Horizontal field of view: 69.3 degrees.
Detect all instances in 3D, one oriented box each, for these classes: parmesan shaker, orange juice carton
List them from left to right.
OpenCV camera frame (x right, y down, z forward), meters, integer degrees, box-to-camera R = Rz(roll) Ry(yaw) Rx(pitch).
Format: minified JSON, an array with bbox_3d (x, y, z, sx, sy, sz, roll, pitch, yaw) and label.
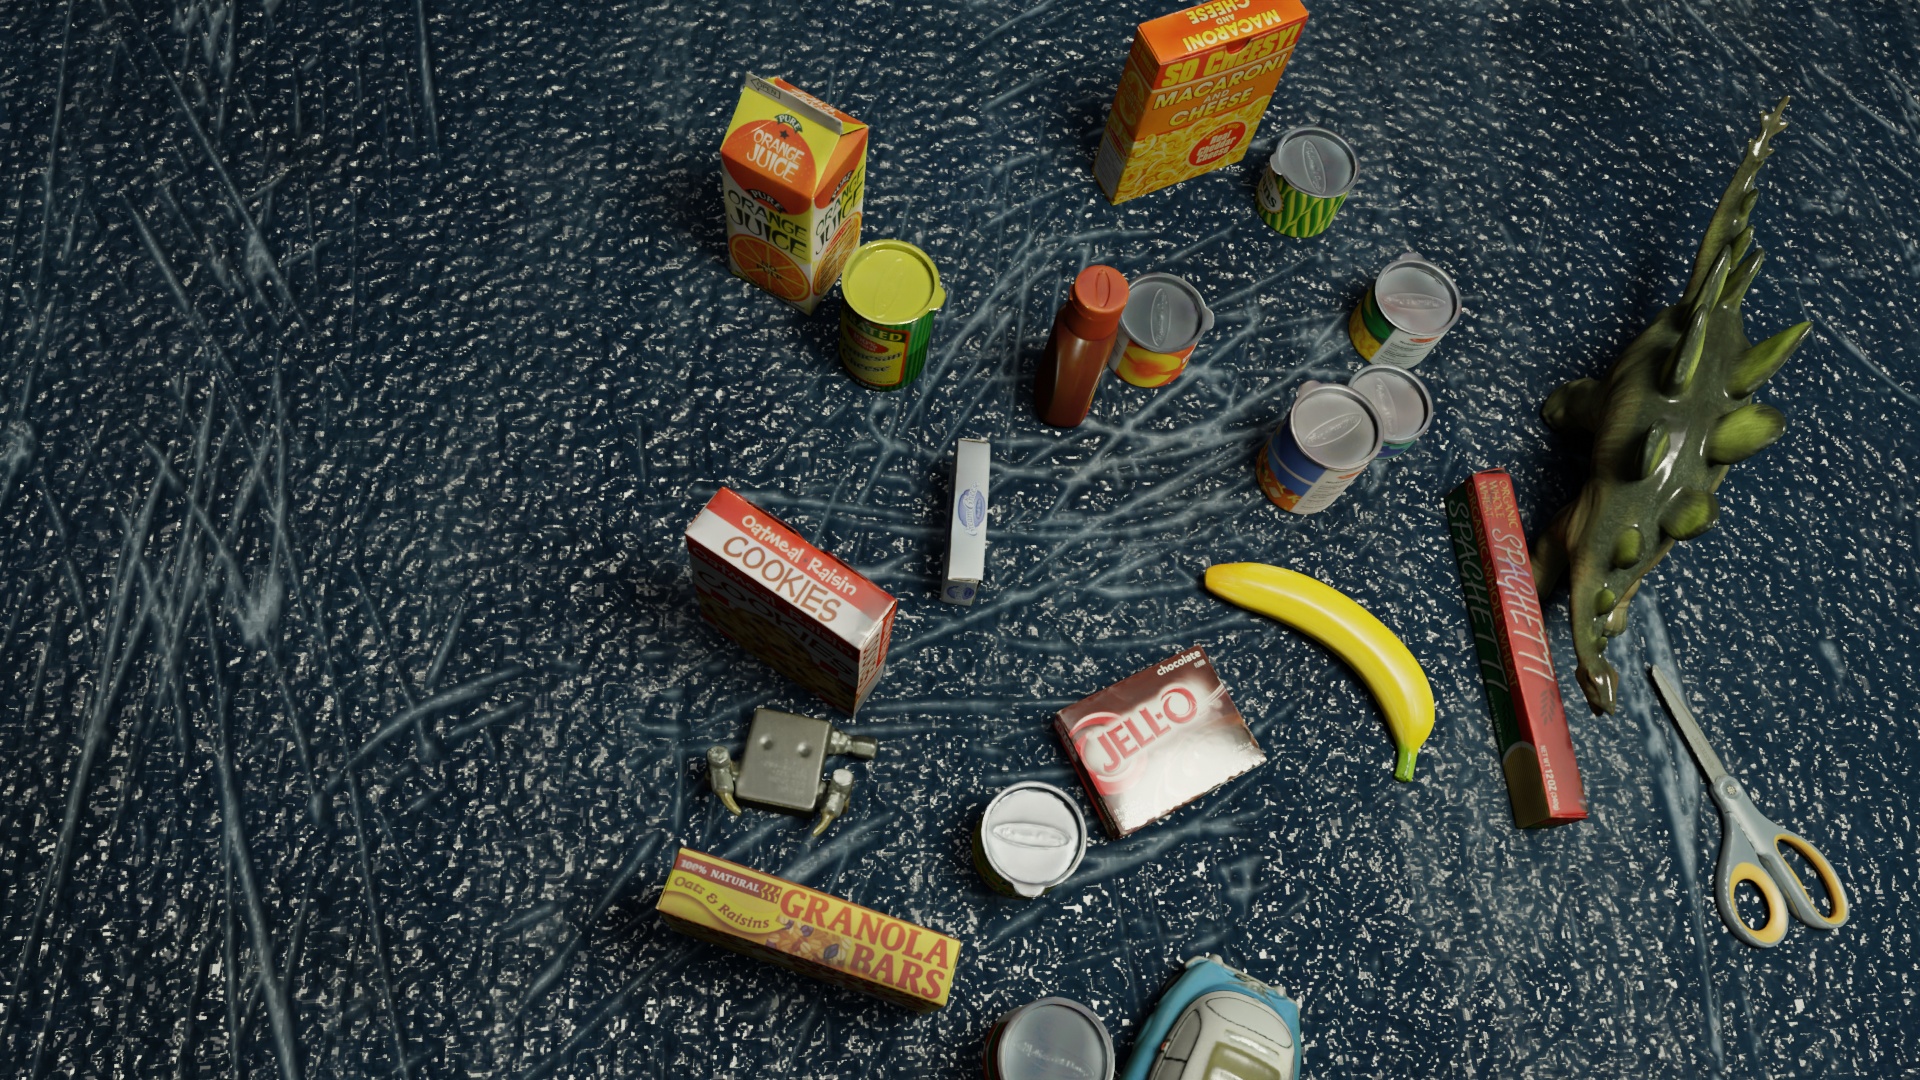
[{"bbox_3d":[-0.114,-0.244,0.956,0.072,0.192,0.073,29,69,5],"label":"orange juice carton"},{"bbox_3d":[-0.050,-0.154,0.976,0.071,0.102,0.071,2,69,-6],"label":"parmesan shaker"}]

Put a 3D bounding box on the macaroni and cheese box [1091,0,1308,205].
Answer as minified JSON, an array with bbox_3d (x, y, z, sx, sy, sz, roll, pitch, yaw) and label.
[{"bbox_3d":[0.175,-0.330,1.038,0.124,0.165,0.040,-23,73,-14],"label":"macaroni and cheese box"}]

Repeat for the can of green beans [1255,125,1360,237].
[{"bbox_3d":[0.270,-0.280,1.088,0.071,0.057,0.071,2,69,-6],"label":"can of green beans"}]

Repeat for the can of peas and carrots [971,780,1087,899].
[{"bbox_3d":[0.042,0.192,0.874,0.071,0.058,0.071,2,69,-6],"label":"can of peas and carrots"}]

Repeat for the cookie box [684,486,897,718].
[{"bbox_3d":[-0.104,0.042,0.858,0.123,0.166,0.040,33,69,6],"label":"cookie box"}]

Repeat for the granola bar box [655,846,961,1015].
[{"bbox_3d":[-0.087,0.229,0.809,0.166,0.123,0.039,18,68,1],"label":"granola bar box"}]

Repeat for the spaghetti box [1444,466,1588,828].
[{"bbox_3d":[0.383,0.072,0.966,0.029,0.050,0.251,-2,69,-7],"label":"spaghetti box"}]

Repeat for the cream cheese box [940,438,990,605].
[{"bbox_3d":[0.003,-0.012,0.953,0.024,0.053,0.104,5,68,-4],"label":"cream cheese box"}]

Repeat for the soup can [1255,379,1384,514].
[{"bbox_3d":[0.252,-0.066,0.987,0.071,0.083,0.071,2,69,-6],"label":"soup can"}]

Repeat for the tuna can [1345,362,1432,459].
[{"bbox_3d":[0.311,-0.095,1.033,0.071,0.032,0.071,2,68,-6],"label":"tuna can"}]

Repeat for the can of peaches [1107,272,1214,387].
[{"bbox_3d":[0.144,-0.153,1.023,0.071,0.058,0.071,2,69,-6],"label":"can of peaches"}]

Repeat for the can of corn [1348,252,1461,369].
[{"bbox_3d":[0.335,-0.173,1.052,0.071,0.058,0.071,2,69,-6],"label":"can of corn"}]

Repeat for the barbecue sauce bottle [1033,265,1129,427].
[{"bbox_3d":[0.083,-0.136,0.960,0.044,0.148,0.065,6,68,-4],"label":"barbecue sauce bottle"}]

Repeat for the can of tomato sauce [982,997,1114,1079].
[{"bbox_3d":[0.049,0.307,0.816,0.071,0.082,0.071,2,69,-6],"label":"can of tomato sauce"}]
